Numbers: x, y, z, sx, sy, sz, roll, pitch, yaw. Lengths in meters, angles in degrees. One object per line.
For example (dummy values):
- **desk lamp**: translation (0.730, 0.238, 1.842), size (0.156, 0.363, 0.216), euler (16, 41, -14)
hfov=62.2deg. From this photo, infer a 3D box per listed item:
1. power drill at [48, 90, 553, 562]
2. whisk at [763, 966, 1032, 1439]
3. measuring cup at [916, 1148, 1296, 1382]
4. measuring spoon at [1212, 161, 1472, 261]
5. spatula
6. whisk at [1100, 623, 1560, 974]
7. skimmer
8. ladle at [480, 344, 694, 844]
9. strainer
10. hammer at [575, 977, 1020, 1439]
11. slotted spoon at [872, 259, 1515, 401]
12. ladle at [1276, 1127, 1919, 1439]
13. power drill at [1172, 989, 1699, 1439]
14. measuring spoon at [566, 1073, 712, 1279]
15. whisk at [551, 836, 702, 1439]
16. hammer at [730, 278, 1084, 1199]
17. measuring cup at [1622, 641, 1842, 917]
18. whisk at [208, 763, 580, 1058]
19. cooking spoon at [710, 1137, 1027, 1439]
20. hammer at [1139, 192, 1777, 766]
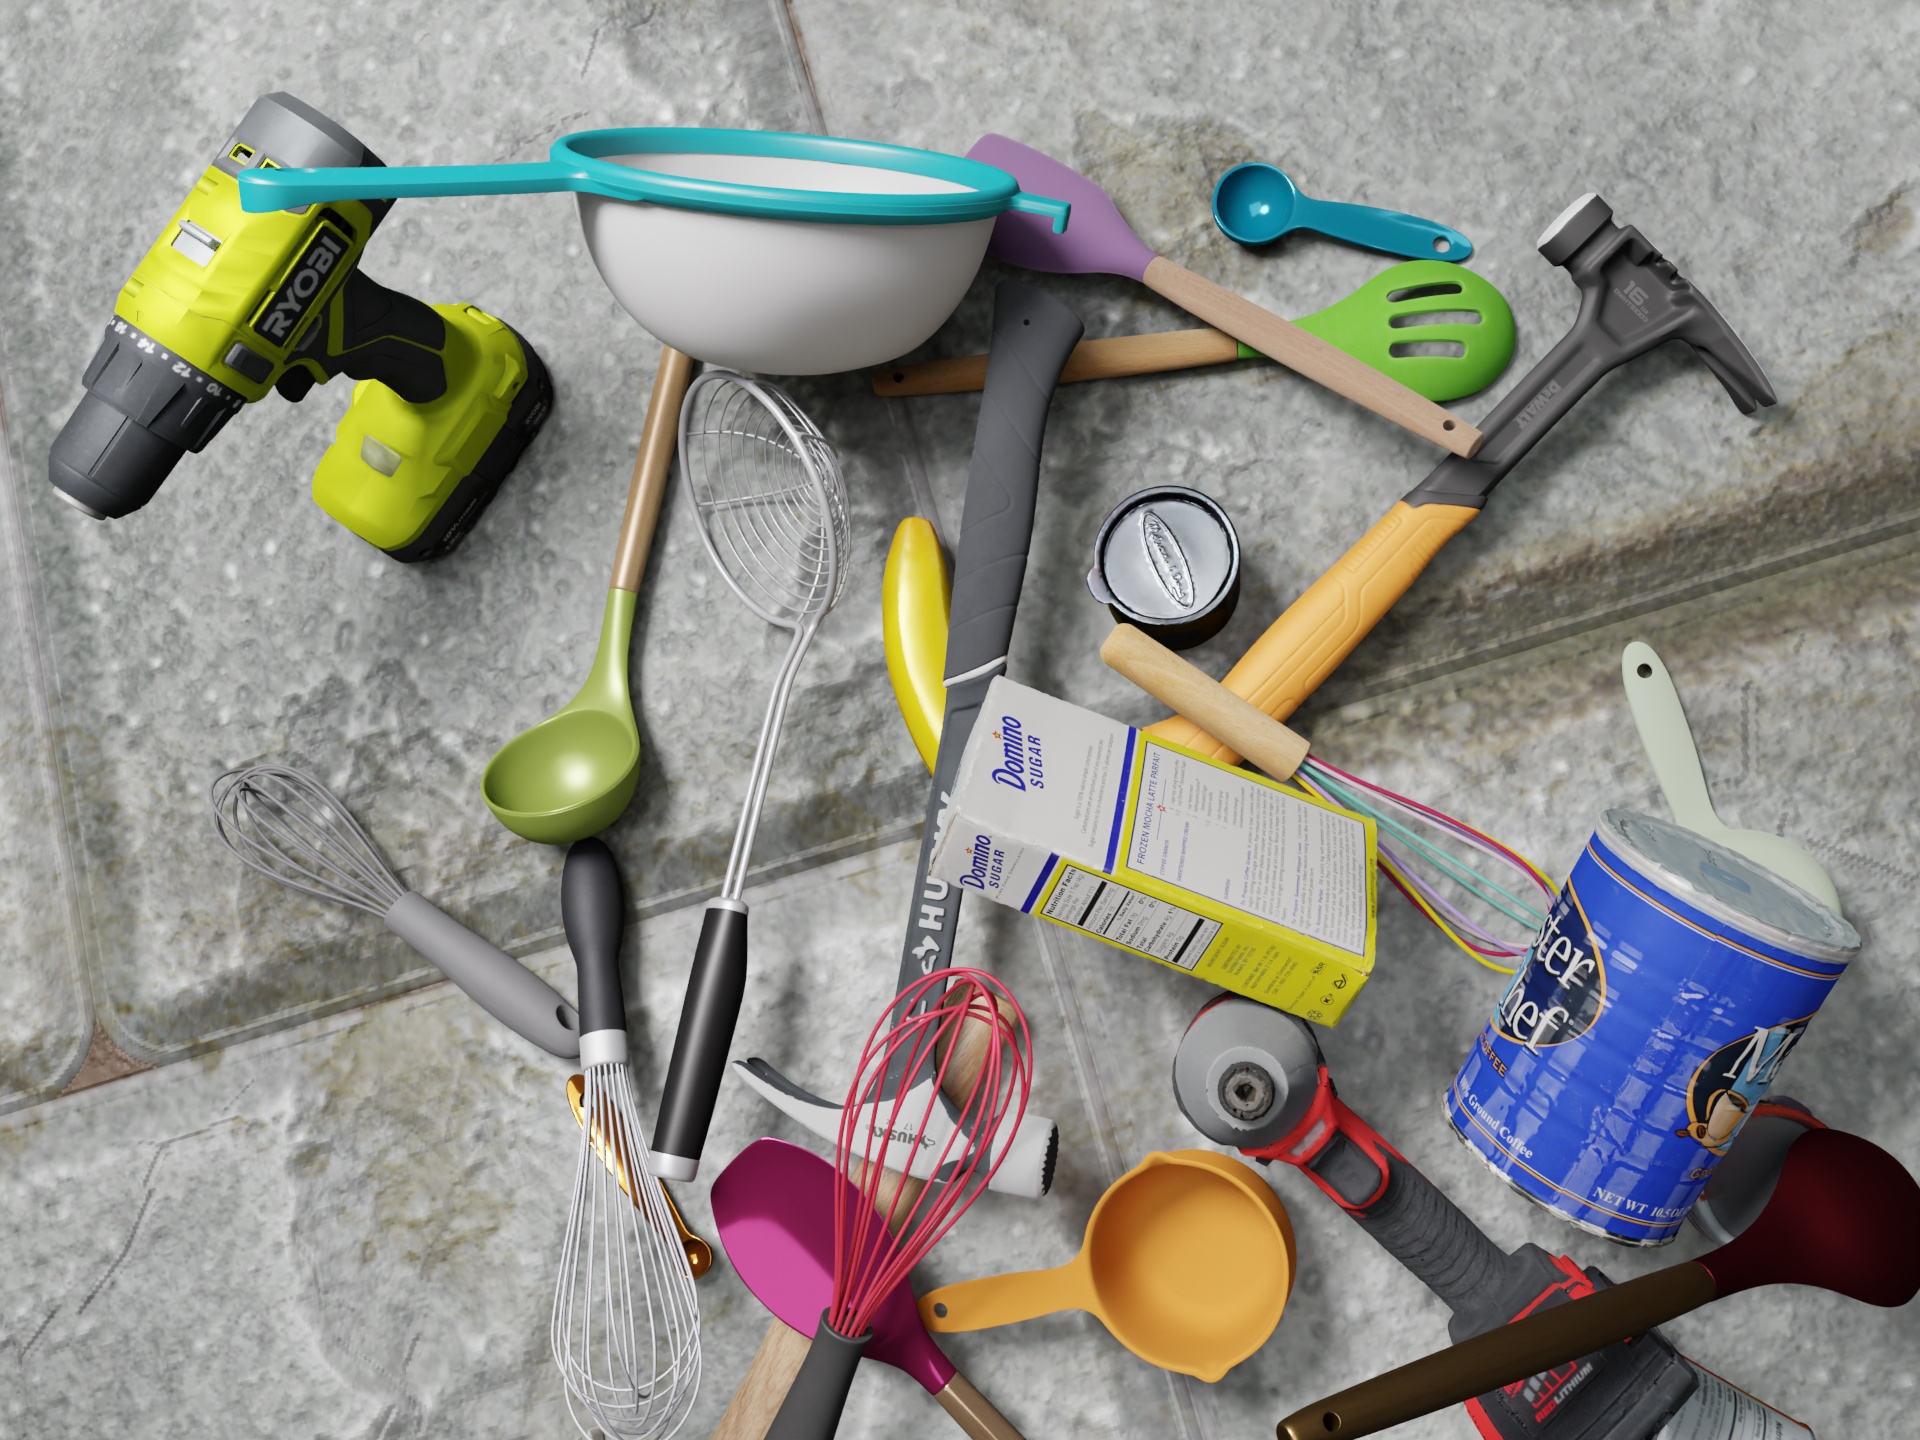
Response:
- **power drill**: translation (-0.301, -0.155, 0.744), size (0.080, 0.228, 0.190), euler (33, 87, 14)
- **whisk**: translation (-0.041, 0.235, 0.662), size (0.073, 0.073, 0.296), euler (24, 102, 13)
- **measuring cup**: translation (0.064, 0.243, 0.704), size (0.173, 0.052, 0.095), euler (-18, 79, 19)
- **measuring spoon**: translation (0.186, -0.242, 0.784), size (0.128, 0.021, 0.042), euler (14, 82, 3)
- **spatula**: translation (0.110, -0.202, 0.760), size (0.316, 0.018, 0.060), euler (37, 89, 27)
- **whisk**: translation (0.165, 0.034, 0.702), size (0.245, 0.051, 0.047), euler (34, 100, 3)
- **skimmer**: translation (-0.120, 0.020, 0.729), size (0.090, 0.127, 0.363), euler (19, 72, -29)
- **ladle**: translation (-0.170, -0.094, 0.801), size (0.078, 0.062, 0.320), euler (6, 79, 23)
- **strainer**: translation (-0.133, -0.201, 0.704), size (0.211, 0.340, 0.095), euler (36, 130, 46)
- **hammer**: translation (-0.068, 0.269, 0.730), size (0.130, 0.031, 0.331), euler (28, 86, 13)
- **slotted spoon**: translation (0.110, -0.180, 0.779), size (0.314, 0.031, 0.070), euler (-3, 83, 11)
- **ladle**: translation (0.245, 0.207, 0.570), size (0.315, 0.031, 0.069), euler (-9, 63, -24)
- **power drill**: translation (0.176, 0.198, 0.642), size (0.220, 0.143, 0.078), euler (44, 93, 12)
- **measuring spoon**: translation (-0.155, 0.218, 0.767), size (0.021, 0.011, 0.117), euler (-41, 72, 3)
- **whisk**: translation (-0.162, 0.185, 0.733), size (0.070, 0.070, 0.285), euler (-15, 64, 7)
- **hammer**: translation (-0.001, -0.002, 0.724), size (0.149, 0.036, 0.409), euler (8, 84, 14)
- **measuring cup**: translation (0.326, 0.042, 0.693), size (0.083, 0.038, 0.168), euler (-17, 80, 7)
- **whisk**: translation (-0.279, 0.095, 0.793), size (0.239, 0.055, 0.055), euler (34, 88, 10)
- **cooking spoon**: translation (0.011, 0.308, 0.693), size (0.319, 0.017, 0.069), euler (45, 96, 6)
- **hammer**: translation (0.210, -0.077, 0.731), size (0.127, 0.034, 0.337), euler (45, 94, -1)
